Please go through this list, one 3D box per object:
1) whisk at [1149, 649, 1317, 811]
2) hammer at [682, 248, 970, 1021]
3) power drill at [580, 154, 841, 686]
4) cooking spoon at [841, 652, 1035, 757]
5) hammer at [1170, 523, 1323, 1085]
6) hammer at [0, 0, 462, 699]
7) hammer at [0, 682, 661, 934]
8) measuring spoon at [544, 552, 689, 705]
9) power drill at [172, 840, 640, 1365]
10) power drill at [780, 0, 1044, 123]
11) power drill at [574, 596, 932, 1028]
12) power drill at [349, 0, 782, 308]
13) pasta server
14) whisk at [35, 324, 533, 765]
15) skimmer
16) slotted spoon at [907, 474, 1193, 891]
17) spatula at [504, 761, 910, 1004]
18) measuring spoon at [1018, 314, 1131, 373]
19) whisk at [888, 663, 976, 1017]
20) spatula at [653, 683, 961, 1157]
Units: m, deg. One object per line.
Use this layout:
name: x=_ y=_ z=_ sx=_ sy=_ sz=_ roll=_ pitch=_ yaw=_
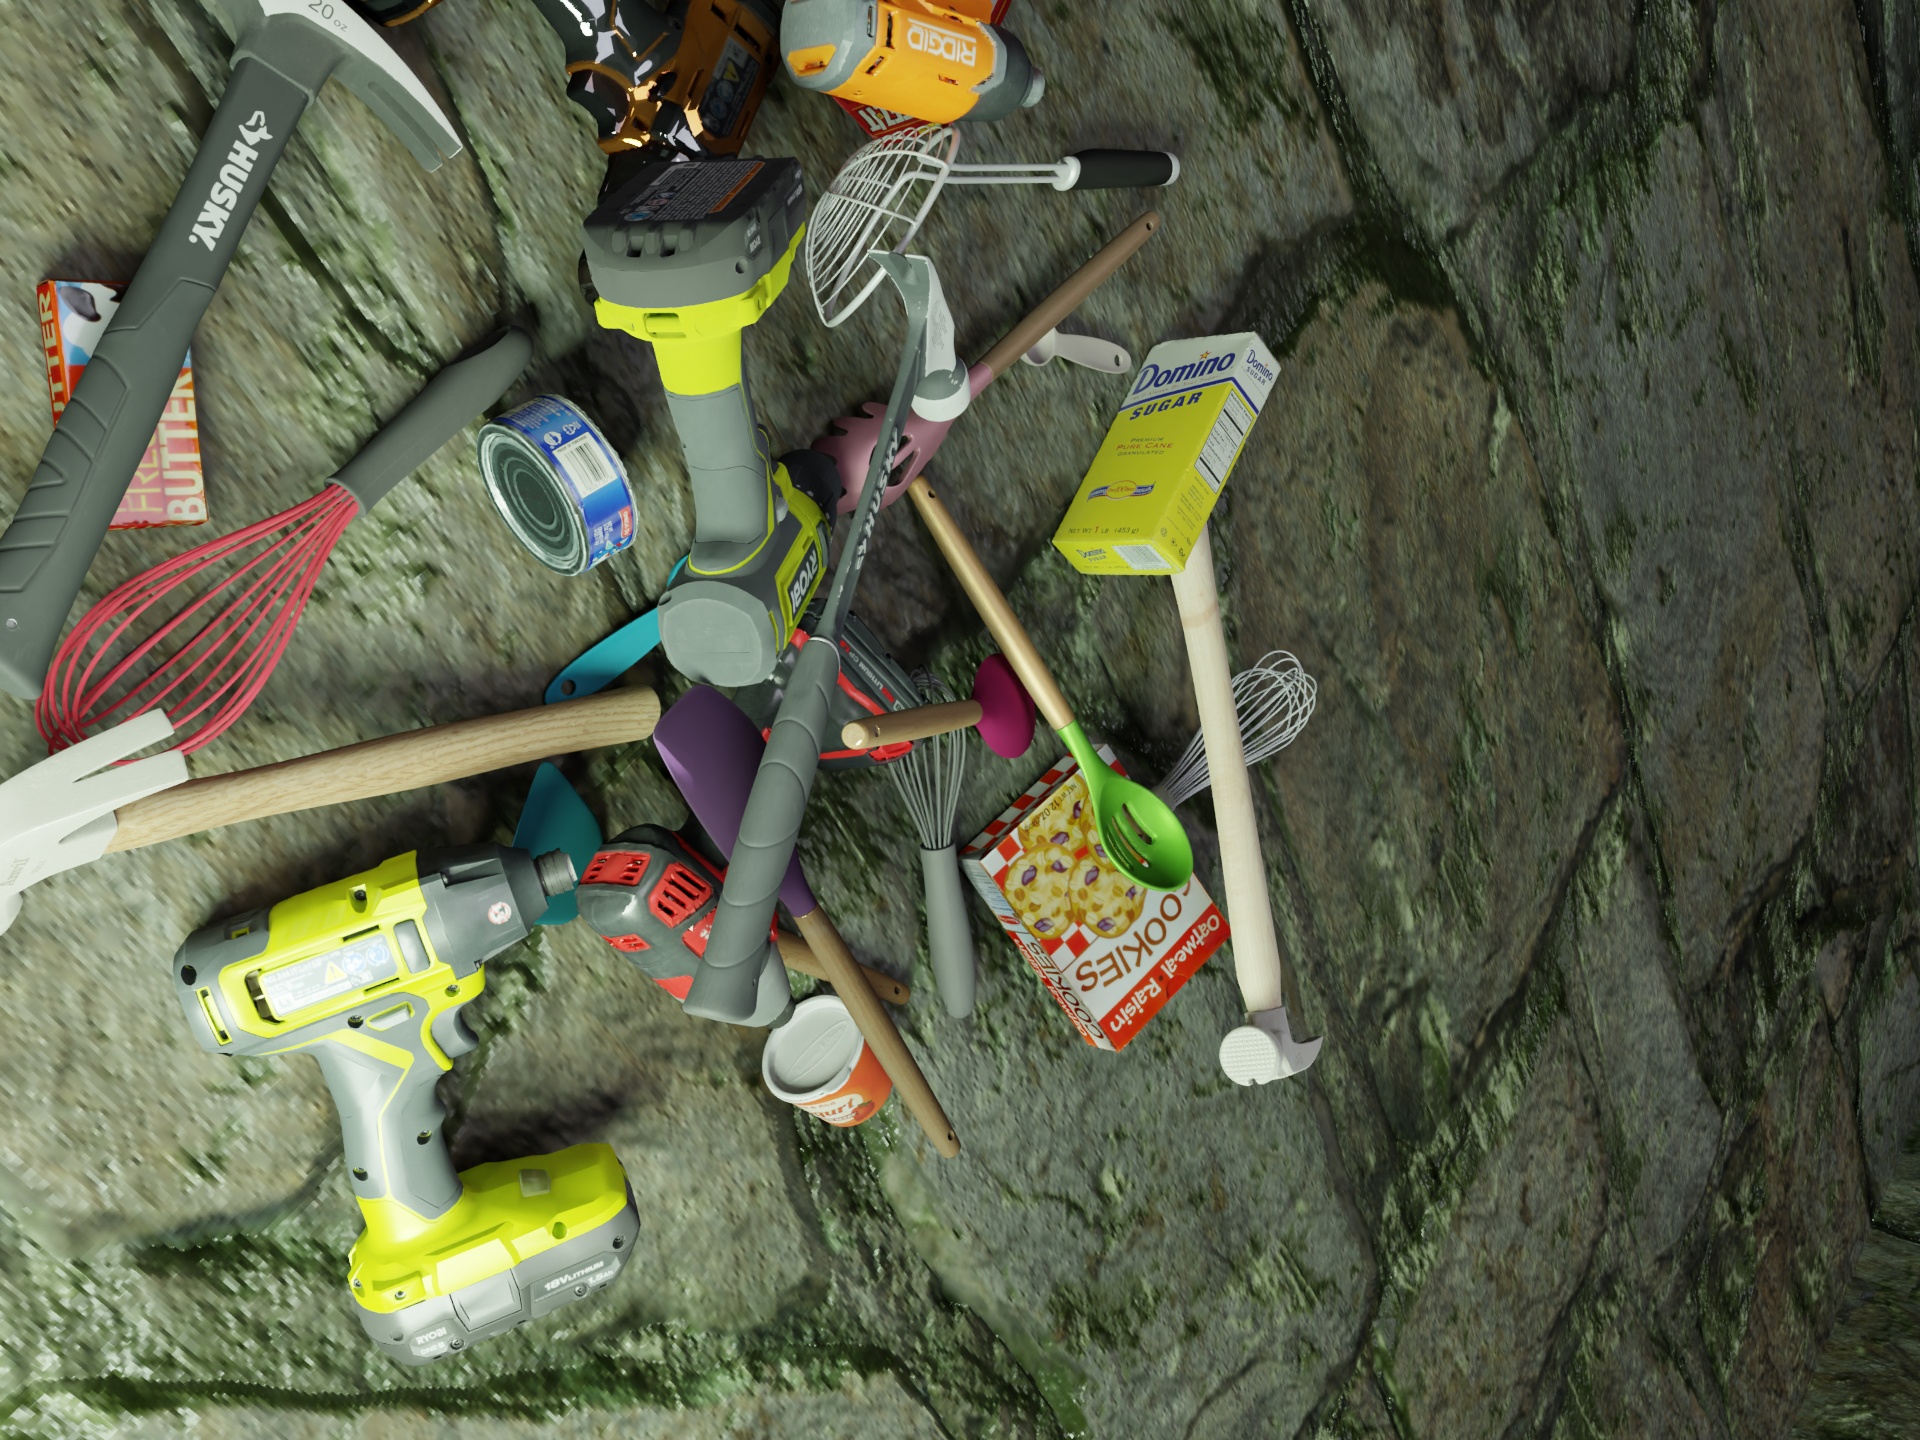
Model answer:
whisk: x=0.164 y=0.043 z=1.152 sx=0.284 sy=0.070 sz=0.070 roll=-39 pitch=120 yaw=-27
hammer: x=-0.064 y=-0.048 z=0.791 sx=0.149 sy=0.036 sz=0.409 roll=74 pitch=28 yaw=-66
power drill: x=-0.109 y=-0.156 z=0.798 sx=0.191 sy=0.080 sz=0.228 roll=-72 pitch=161 yaw=-53
cooking spoon: x=-0.001 y=-0.003 z=0.919 sx=0.319 sy=0.017 sz=0.069 roll=-12 pitch=92 yaw=-71
hammer: x=0.186 y=0.036 z=1.096 sx=0.146 sy=0.038 sz=0.411 roll=13 pitch=67 yaw=-64
hammer: x=-0.322 y=-0.166 z=0.653 sx=0.146 sy=0.035 sz=0.335 roll=29 pitch=66 yaw=-36
hammer: x=-0.271 y=0.021 z=0.723 sx=0.331 sy=0.130 sz=0.031 roll=-15 pitch=72 yaw=-49
measuring spoon: x=-0.175 y=-0.048 z=0.857 sx=0.128 sy=0.021 sz=0.042 roll=-40 pitch=118 yaw=-22
power drill: x=-0.239 y=0.172 z=0.747 sx=0.171 sy=0.080 sz=0.223 roll=-20 pitch=110 yaw=-14
power drill: x=-0.010 y=-0.430 z=0.825 sx=0.164 sy=0.084 sz=0.226 roll=-5 pitch=103 yaw=-44
power drill: x=-0.104 y=0.053 z=0.859 sx=0.143 sy=0.078 sz=0.220 roll=50 pitch=51 yaw=-35
power drill: x=-0.197 y=-0.322 z=0.763 sx=0.226 sy=0.084 sz=0.185 roll=30 pitch=76 yaw=-45
pasta server: x=0.026 y=-0.232 z=0.992 sx=0.316 sy=0.040 sz=0.060 roll=-46 pitch=122 yaw=-26
whisk: x=-0.289 y=-0.087 z=0.714 sx=0.296 sy=0.073 sz=0.073 roll=-55 pitch=127 yaw=-31
skimmer: x=0.042 y=-0.310 z=0.974 sx=0.363 sy=0.127 sz=0.090 roll=-23 pitch=78 yaw=-46
slotted spoon: x=0.054 y=-0.020 z=1.010 sx=0.070 sy=0.031 sz=0.313 roll=-43 pitch=105 yaw=-42
spatula: x=-0.130 y=0.115 z=0.893 sx=0.317 sy=0.044 sz=0.082 roll=30 pitch=64 yaw=-42
measuring spoon: x=0.074 y=-0.248 z=1.067 sx=0.124 sy=0.018 sz=0.034 roll=-2 pitch=98 yaw=-50
whisk: x=-0.013 y=0.080 z=0.998 sx=0.055 sy=0.055 sz=0.239 roll=-22 pitch=113 yaw=-39
spatula: x=-0.069 y=0.115 z=0.831 sx=0.060 sy=0.018 sz=0.315 roll=-50 pitch=124 yaw=-40
